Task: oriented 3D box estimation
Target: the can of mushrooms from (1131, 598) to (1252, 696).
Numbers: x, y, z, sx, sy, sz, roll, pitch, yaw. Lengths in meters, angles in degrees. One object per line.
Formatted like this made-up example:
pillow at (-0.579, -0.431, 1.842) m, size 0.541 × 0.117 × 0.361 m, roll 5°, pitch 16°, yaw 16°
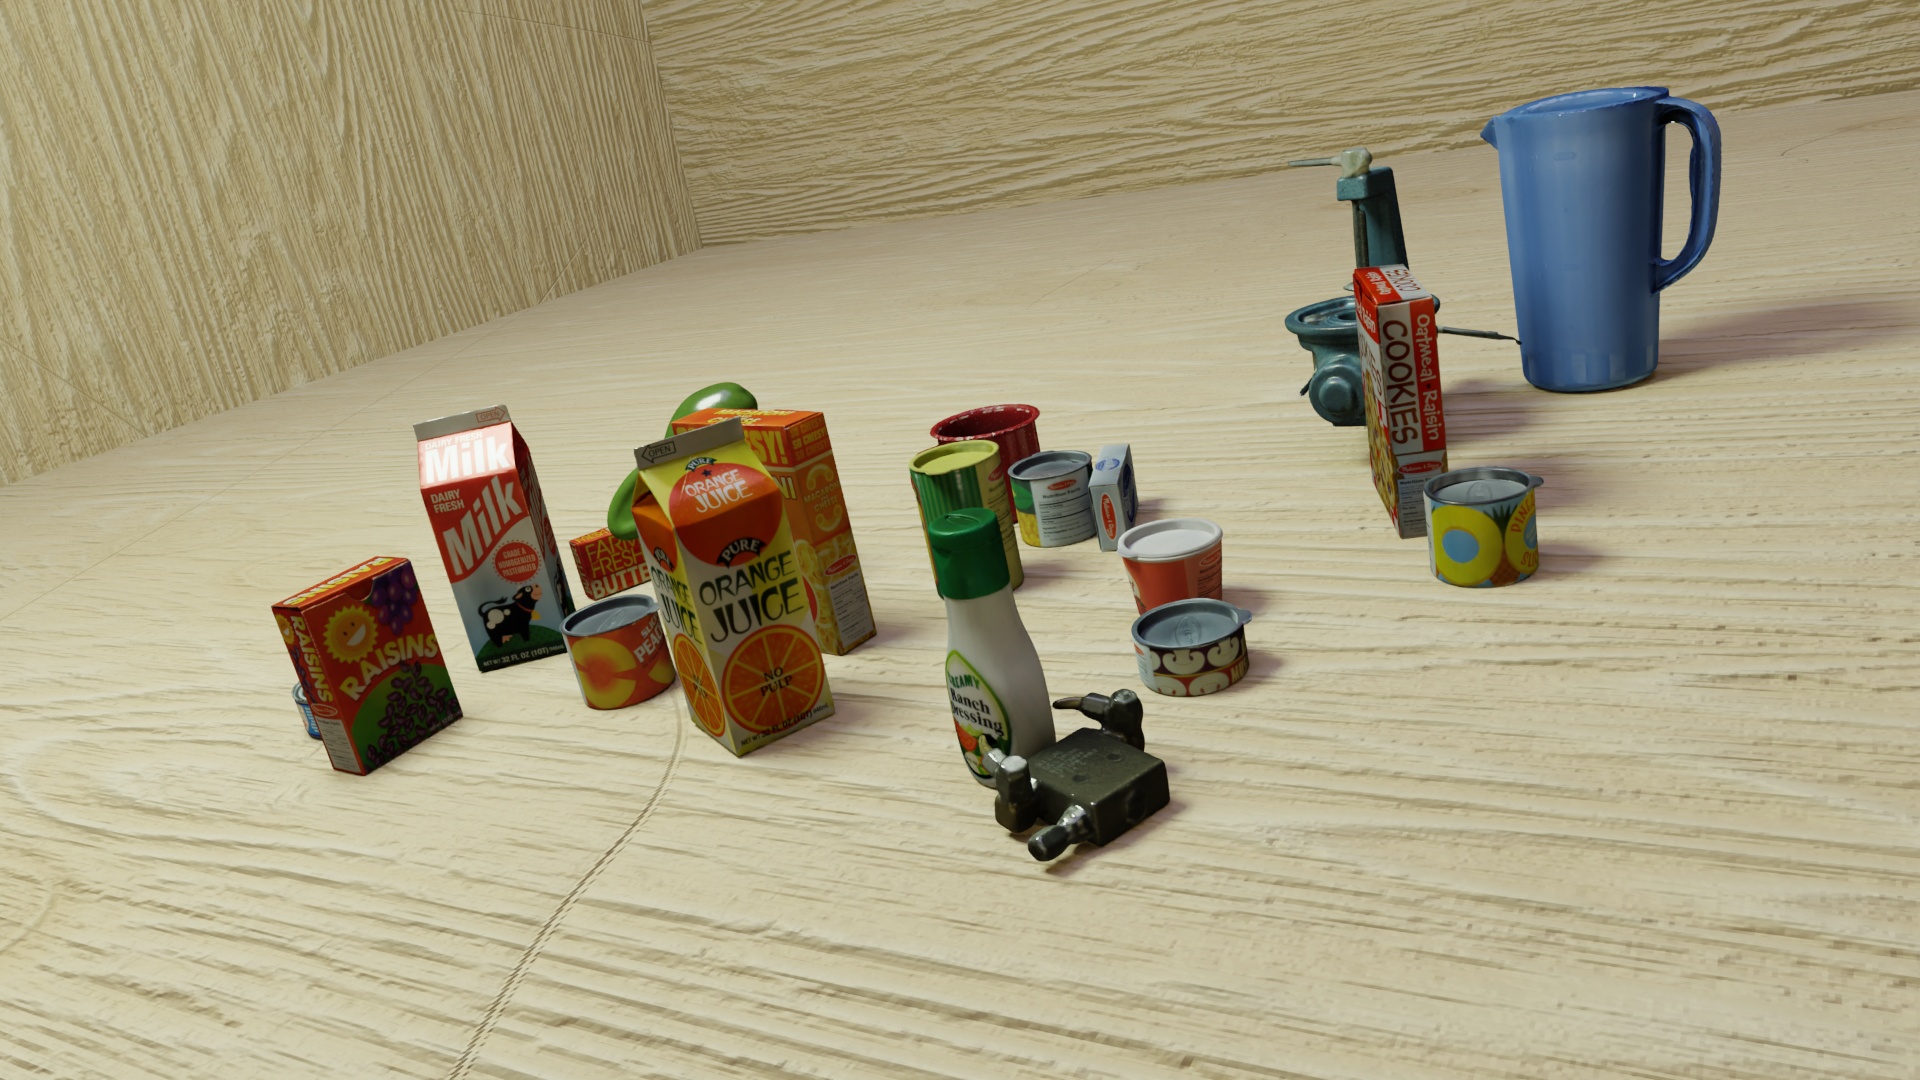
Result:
can of mushrooms at (0.138, 0.062, 0.821) m, size 0.071 × 0.033 × 0.071 m, roll -10°, pitch 19°, yaw 4°

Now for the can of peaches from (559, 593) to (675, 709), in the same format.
can of peaches at (-0.233, 0.076, 0.958) m, size 0.071 × 0.058 × 0.071 m, roll -10°, pitch 19°, yaw 4°

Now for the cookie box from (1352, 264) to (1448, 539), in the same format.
cookie box at (0.310, -0.102, 0.981) m, size 0.040 × 0.166 × 0.123 m, roll -8°, pitch 19°, yaw 11°

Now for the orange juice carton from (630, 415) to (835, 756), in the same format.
orange juice carton at (-0.142, 0.024, 0.848) m, size 0.072 × 0.192 × 0.073 m, roll -22°, pitch 21°, yaw -28°

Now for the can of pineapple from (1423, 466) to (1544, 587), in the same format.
can of pineapple at (0.330, -0.009, 0.875) m, size 0.071 × 0.057 × 0.071 m, roll -10°, pitch 19°, yaw 4°

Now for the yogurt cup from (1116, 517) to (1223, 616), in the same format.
yogurt cup at (0.140, 0.021, 0.905) m, size 0.072 × 0.053 × 0.072 m, roll -10°, pitch 19°, yaw 4°

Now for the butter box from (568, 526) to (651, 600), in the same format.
butter box at (-0.274, 0.008, 1.179) m, size 0.104 × 0.053 × 0.024 m, roll -21°, pitch 21°, yaw -26°

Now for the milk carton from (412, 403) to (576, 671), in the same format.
milk carton at (-0.353, -0.006, 1.055) m, size 0.072 × 0.189 × 0.073 m, roll -14°, pitch 19°, yaw -6°

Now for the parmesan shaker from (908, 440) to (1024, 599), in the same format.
parmesan shaker at (0.004, -0.013, 1.003) m, size 0.071 × 0.102 × 0.071 m, roll -10°, pitch 19°, yaw 4°

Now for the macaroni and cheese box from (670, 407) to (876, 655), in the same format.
macaroni and cheese box at (-0.131, -0.009, 0.974) m, size 0.123 × 0.165 × 0.040 m, roll 6°, pitch 25°, yaw 41°

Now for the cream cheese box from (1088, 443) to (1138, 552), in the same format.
cream cheese box at (0.119, -0.035, 1.075) m, size 0.024 × 0.053 × 0.104 m, roll -7°, pitch 20°, yaw 14°

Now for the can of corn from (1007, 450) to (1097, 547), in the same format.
can of corn at (0.075, -0.034, 1.090) m, size 0.071 × 0.058 × 0.071 m, roll -10°, pitch 19°, yaw 4°

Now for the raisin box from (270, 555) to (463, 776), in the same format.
raisin box at (-0.397, 0.083, 0.934) m, size 0.040 × 0.123 × 0.086 m, roll 2°, pitch 23°, yaw 34°

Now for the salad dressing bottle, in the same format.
salad dressing bottle at (0.015, 0.057, 0.735) m, size 0.044 × 0.147 × 0.064 m, roll -23°, pitch 22°, yaw -31°
